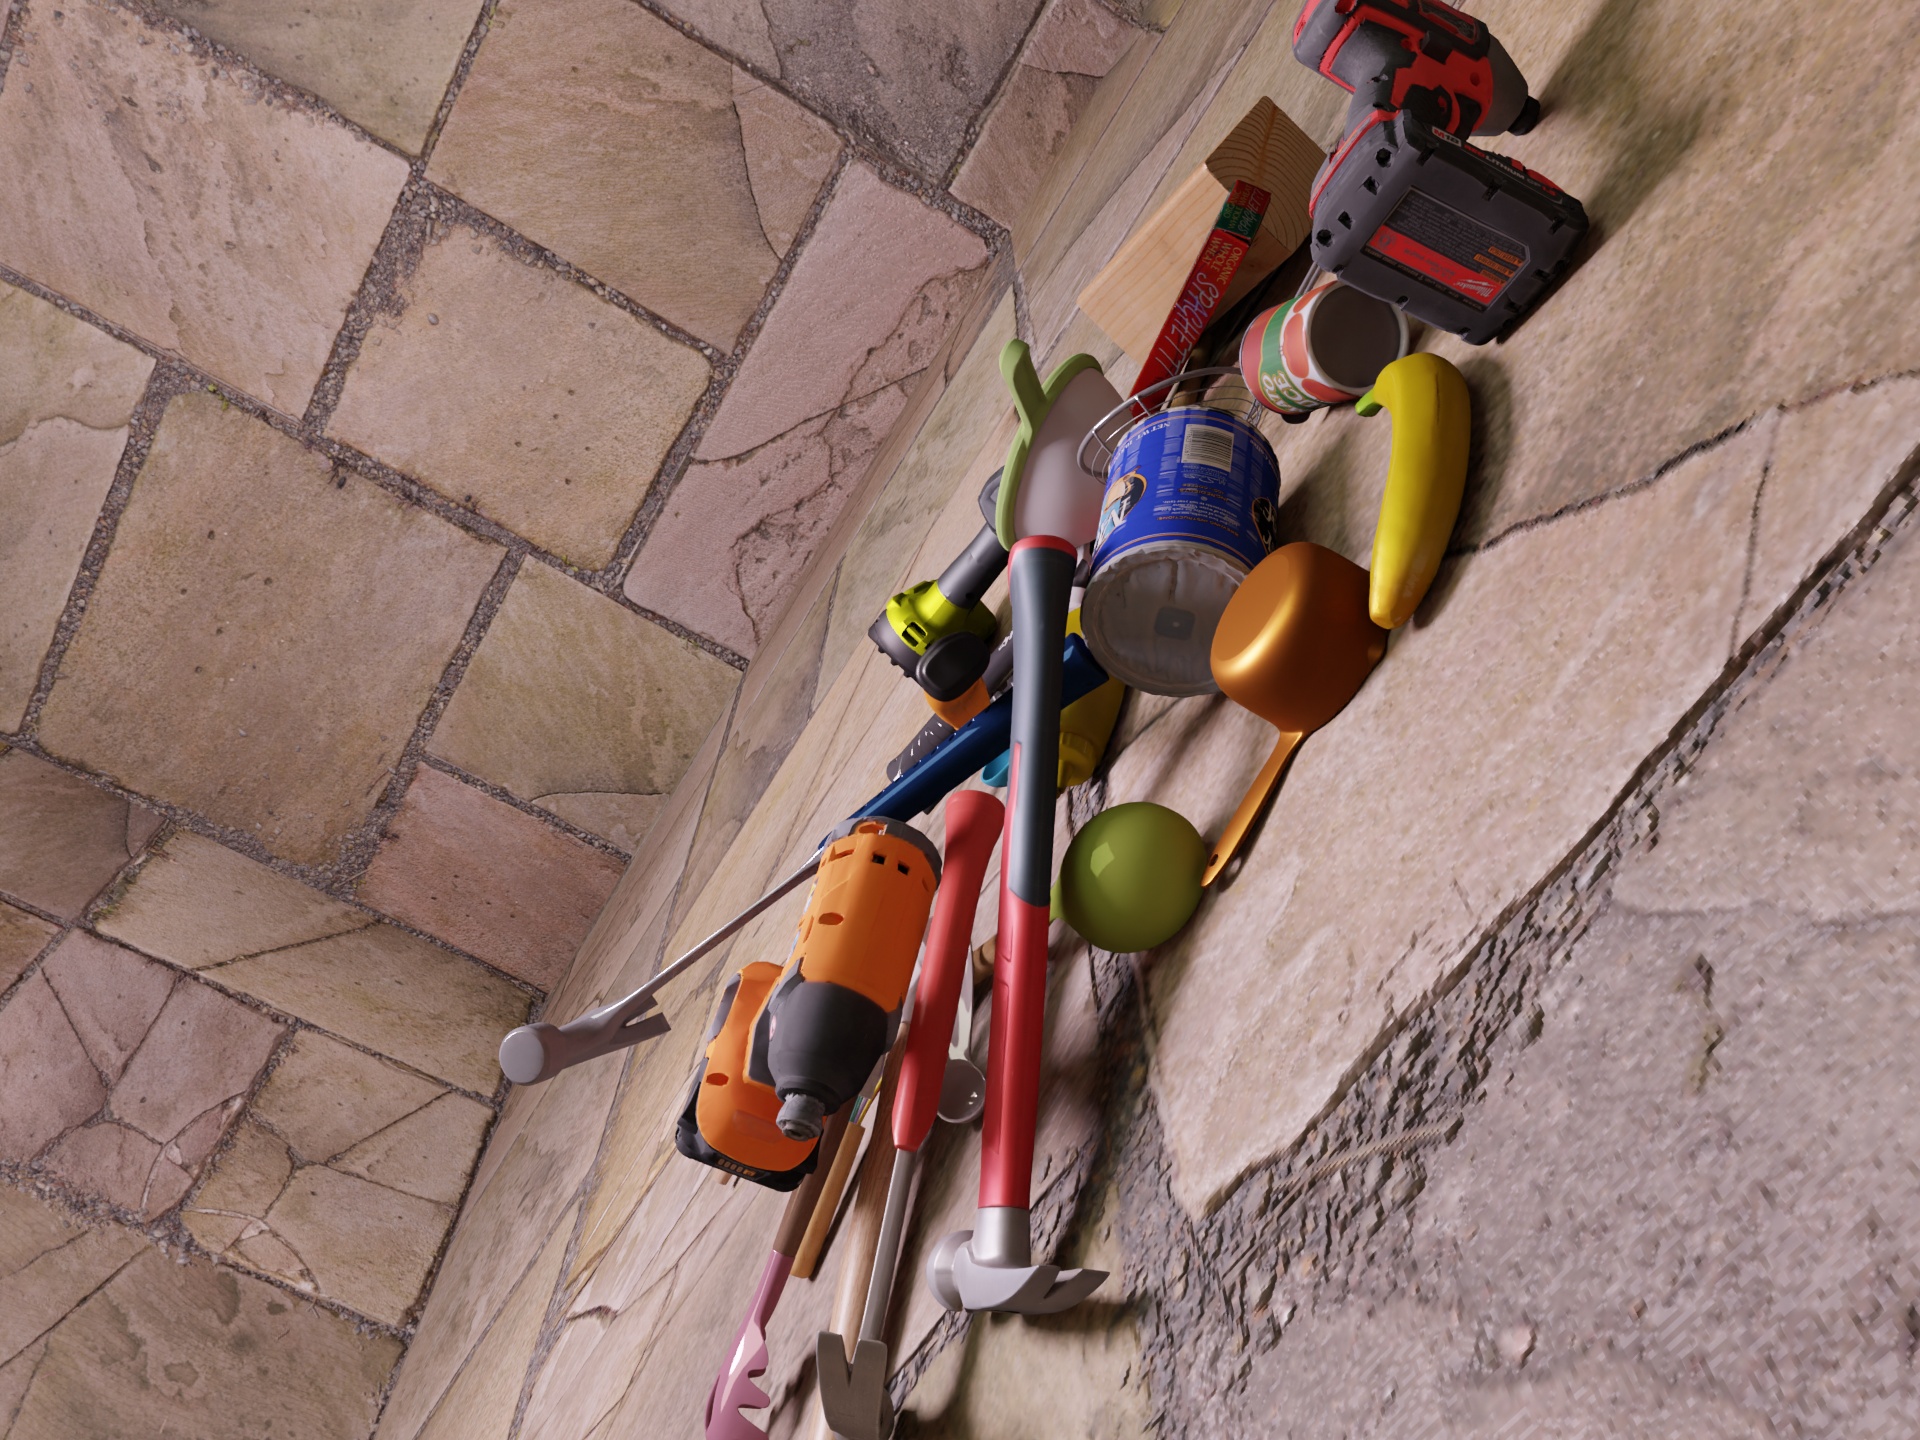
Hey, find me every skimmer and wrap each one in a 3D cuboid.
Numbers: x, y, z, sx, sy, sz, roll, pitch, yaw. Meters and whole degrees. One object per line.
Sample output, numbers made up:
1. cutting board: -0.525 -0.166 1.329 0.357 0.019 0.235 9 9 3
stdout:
1. skimmer: 0.205 -0.303 1.050 0.363 0.090 0.127 -60 -18 -4

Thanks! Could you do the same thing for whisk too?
1. whisk: -0.061 0.243 1.040 0.051 0.047 0.245 121 170 -76

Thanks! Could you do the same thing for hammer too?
1. hammer: 0.026 -0.043 1.304 0.334 0.035 0.146 -49 19 44
2. hammer: -0.049 0.276 0.901 0.130 0.031 0.332 114 170 -45
3. hammer: -0.002 -0.003 1.021 0.127 0.034 0.336 -43 -8 -2
4. hammer: 0.036 0.079 0.765 0.143 0.038 0.387 133 145 -62
5. hammer: -0.020 0.181 0.834 0.149 0.037 0.359 92 -172 -51
6. hammer: -0.083 0.083 0.930 0.405 0.035 0.144 -37 -11 12

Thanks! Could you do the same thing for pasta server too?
1. pasta server: -0.088 0.292 0.945 0.060 0.040 0.316 157 134 -80

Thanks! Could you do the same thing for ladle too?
1. ladle: 0.145 -0.182 1.163 0.069 0.031 0.316 -57 9 55
2. ladle: 0.046 0.123 0.901 0.320 0.062 0.078 129 153 -61

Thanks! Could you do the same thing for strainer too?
1. strainer: 0.078 -0.191 1.087 0.151 0.069 0.256 -63 -16 -5

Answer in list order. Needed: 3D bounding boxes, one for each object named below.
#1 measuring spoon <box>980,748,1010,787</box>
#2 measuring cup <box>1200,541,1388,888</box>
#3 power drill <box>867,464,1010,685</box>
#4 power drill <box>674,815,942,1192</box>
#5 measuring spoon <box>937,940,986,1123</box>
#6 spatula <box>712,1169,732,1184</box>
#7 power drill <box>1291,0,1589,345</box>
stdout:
1. measuring spoon: 0.058 0.023 1.103 0.128 0.021 0.042 -24 31 54
2. measuring cup: 0.140 -0.006 0.762 0.173 0.052 0.095 -61 13 -6
3. power drill: 0.030 -0.140 1.353 0.223 0.080 0.171 -50 -7 32
4. power drill: -0.084 0.169 0.837 0.226 0.084 0.164 123 167 -51
5. measuring spoon: 0.002 0.175 0.920 0.034 0.018 0.124 -15 53 19
6. spatula: -0.121 0.239 1.312 0.316 0.018 0.060 -61 12 -5
7. power drill: 0.244 -0.298 0.814 0.078 0.143 0.220 126 159 -45
